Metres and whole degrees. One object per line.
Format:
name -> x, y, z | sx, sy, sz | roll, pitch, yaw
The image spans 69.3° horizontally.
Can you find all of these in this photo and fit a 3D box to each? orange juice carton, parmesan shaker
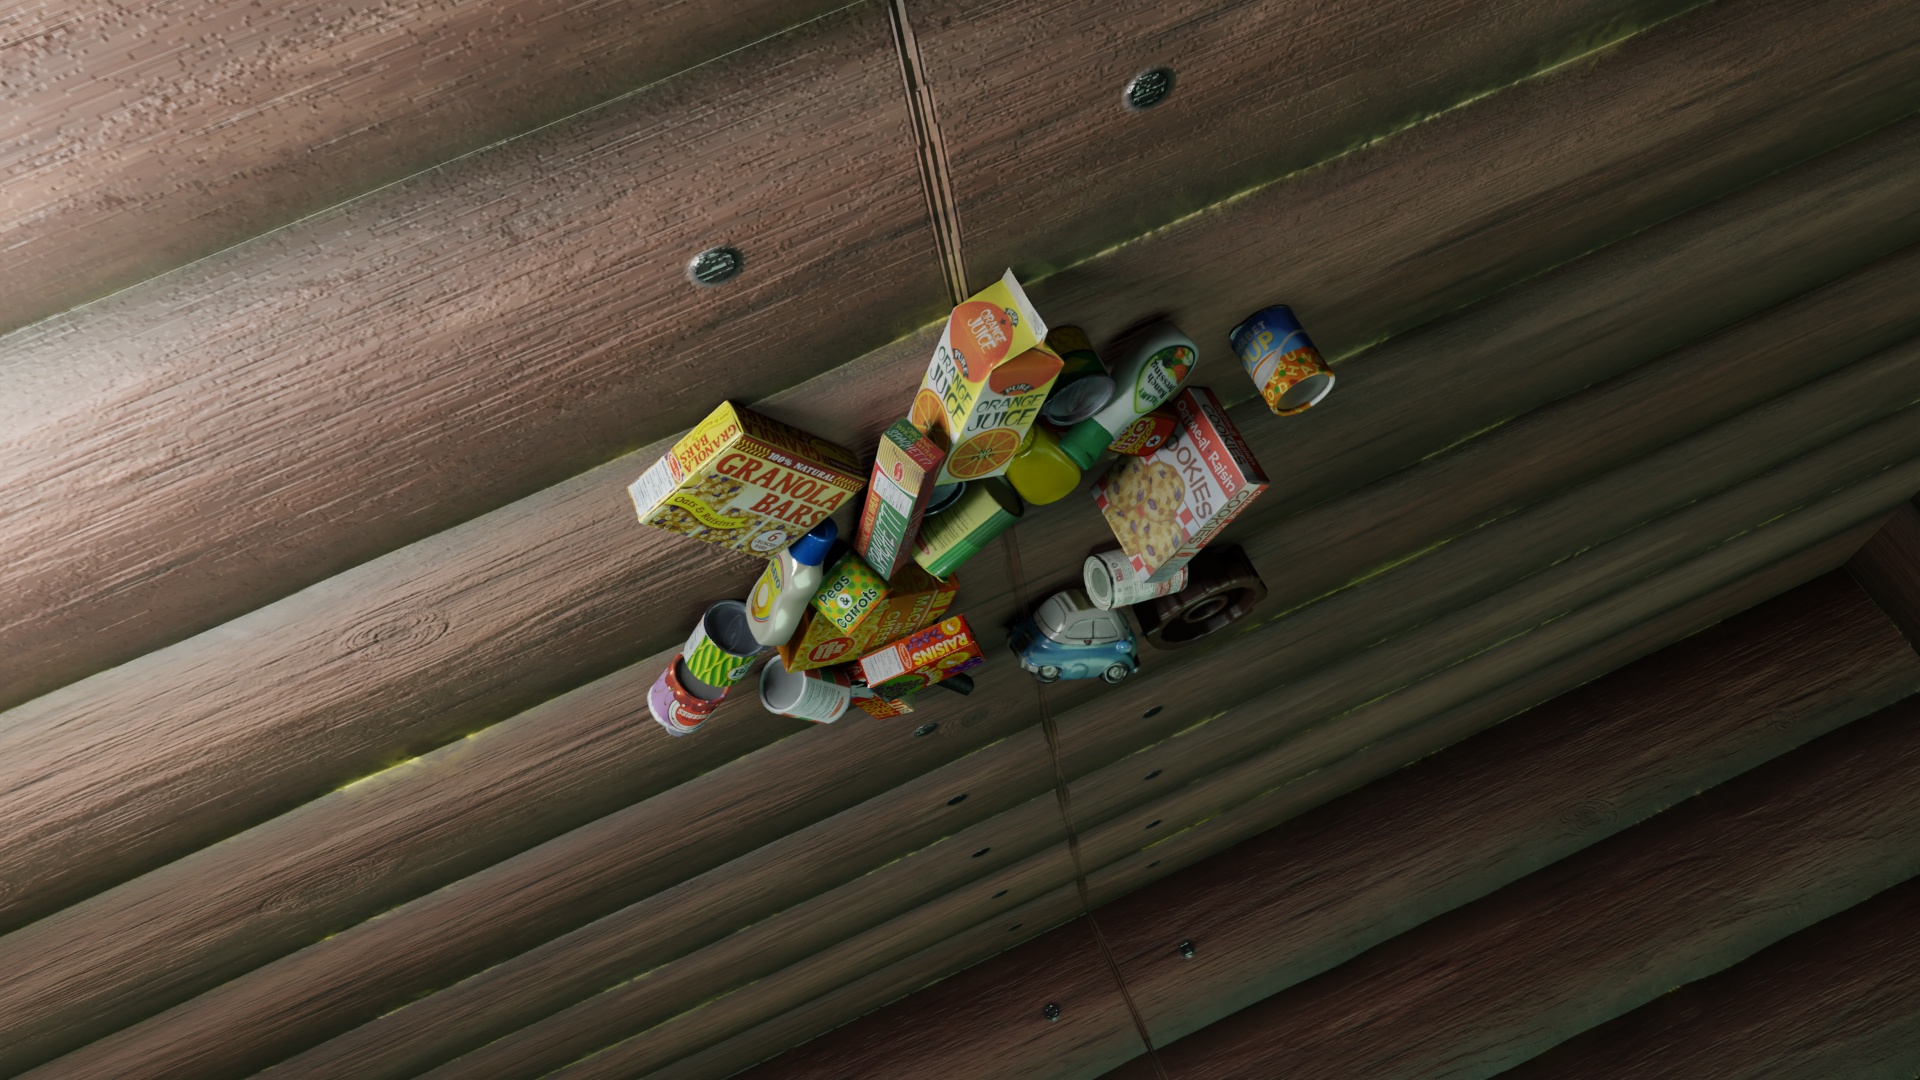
orange juice carton -> 0.023, -0.134, 1.151 | 0.073, 0.072, 0.191 | -10, 149, -28
parmesan shaker -> 0.005, -0.017, 1.341 | 0.103, 0.071, 0.071 | -38, 150, 23

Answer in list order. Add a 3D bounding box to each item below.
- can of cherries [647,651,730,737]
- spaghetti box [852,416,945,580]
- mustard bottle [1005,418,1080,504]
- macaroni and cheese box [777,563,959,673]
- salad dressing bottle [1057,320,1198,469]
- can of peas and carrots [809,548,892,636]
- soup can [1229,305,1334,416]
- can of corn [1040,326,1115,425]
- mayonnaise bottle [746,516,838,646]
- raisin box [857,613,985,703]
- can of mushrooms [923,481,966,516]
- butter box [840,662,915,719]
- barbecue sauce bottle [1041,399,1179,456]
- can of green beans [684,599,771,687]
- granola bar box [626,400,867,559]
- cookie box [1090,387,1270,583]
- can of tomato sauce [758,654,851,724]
can of cherries -> -0.274, 0.155, 1.407 | 0.071, 0.072, 0.058 | 3, 141, -43
spaghetti box -> -0.059, -0.031, 1.237 | 0.029, 0.050, 0.249 | -43, 171, -23
mustard bottle -> 0.063, -0.084, 1.297 | 0.065, 0.049, 0.160 | -31, 152, 9
macaroni and cheese box -> -0.097, 0.080, 1.459 | 0.167, 0.040, 0.123 | -9, 149, -29
salad dressing bottle -> 0.149, -0.129, 1.246 | 0.147, 0.044, 0.064 | -48, 136, 0
can of peas and carrots -> -0.108, 0.051, 1.347 | 0.071, 0.059, 0.071 | -47, -178, 2
soup can -> 0.302, -0.169, 1.312 | 0.071, 0.084, 0.071 | -19, 152, -11
can of corn -> 0.090, -0.143, 1.207 | 0.071, 0.058, 0.071 | -20, 152, -11
mayonnaise bottle -> -0.159, 0.034, 1.306 | 0.041, 0.065, 0.147 | 4, 137, -31
raisin box -> -0.040, 0.130, 1.508 | 0.123, 0.040, 0.086 | -24, 159, 1
can of mushrooms -> -0.031, -0.055, 1.287 | 0.071, 0.033, 0.070 | -19, 152, -11
butter box -> -0.100, 0.173, 1.598 | 0.053, 0.024, 0.103 | -17, 144, 26
barbecue sauce bottle -> 0.139, -0.114, 1.315 | 0.149, 0.044, 0.064 | 4, 137, -44
can of green beans -> -0.229, 0.101, 1.355 | 0.071, 0.071, 0.057 | -2, 145, -37
granola bar box -> -0.176, -0.046, 1.173 | 0.124, 0.039, 0.165 | -37, 151, 21
cookie box -> 0.219, -0.054, 1.399 | 0.040, 0.123, 0.166 | 0, 143, -41
can of tomato sauce -> -0.171, 0.161, 1.514 | 0.071, 0.071, 0.083 | -36, 151, 18
